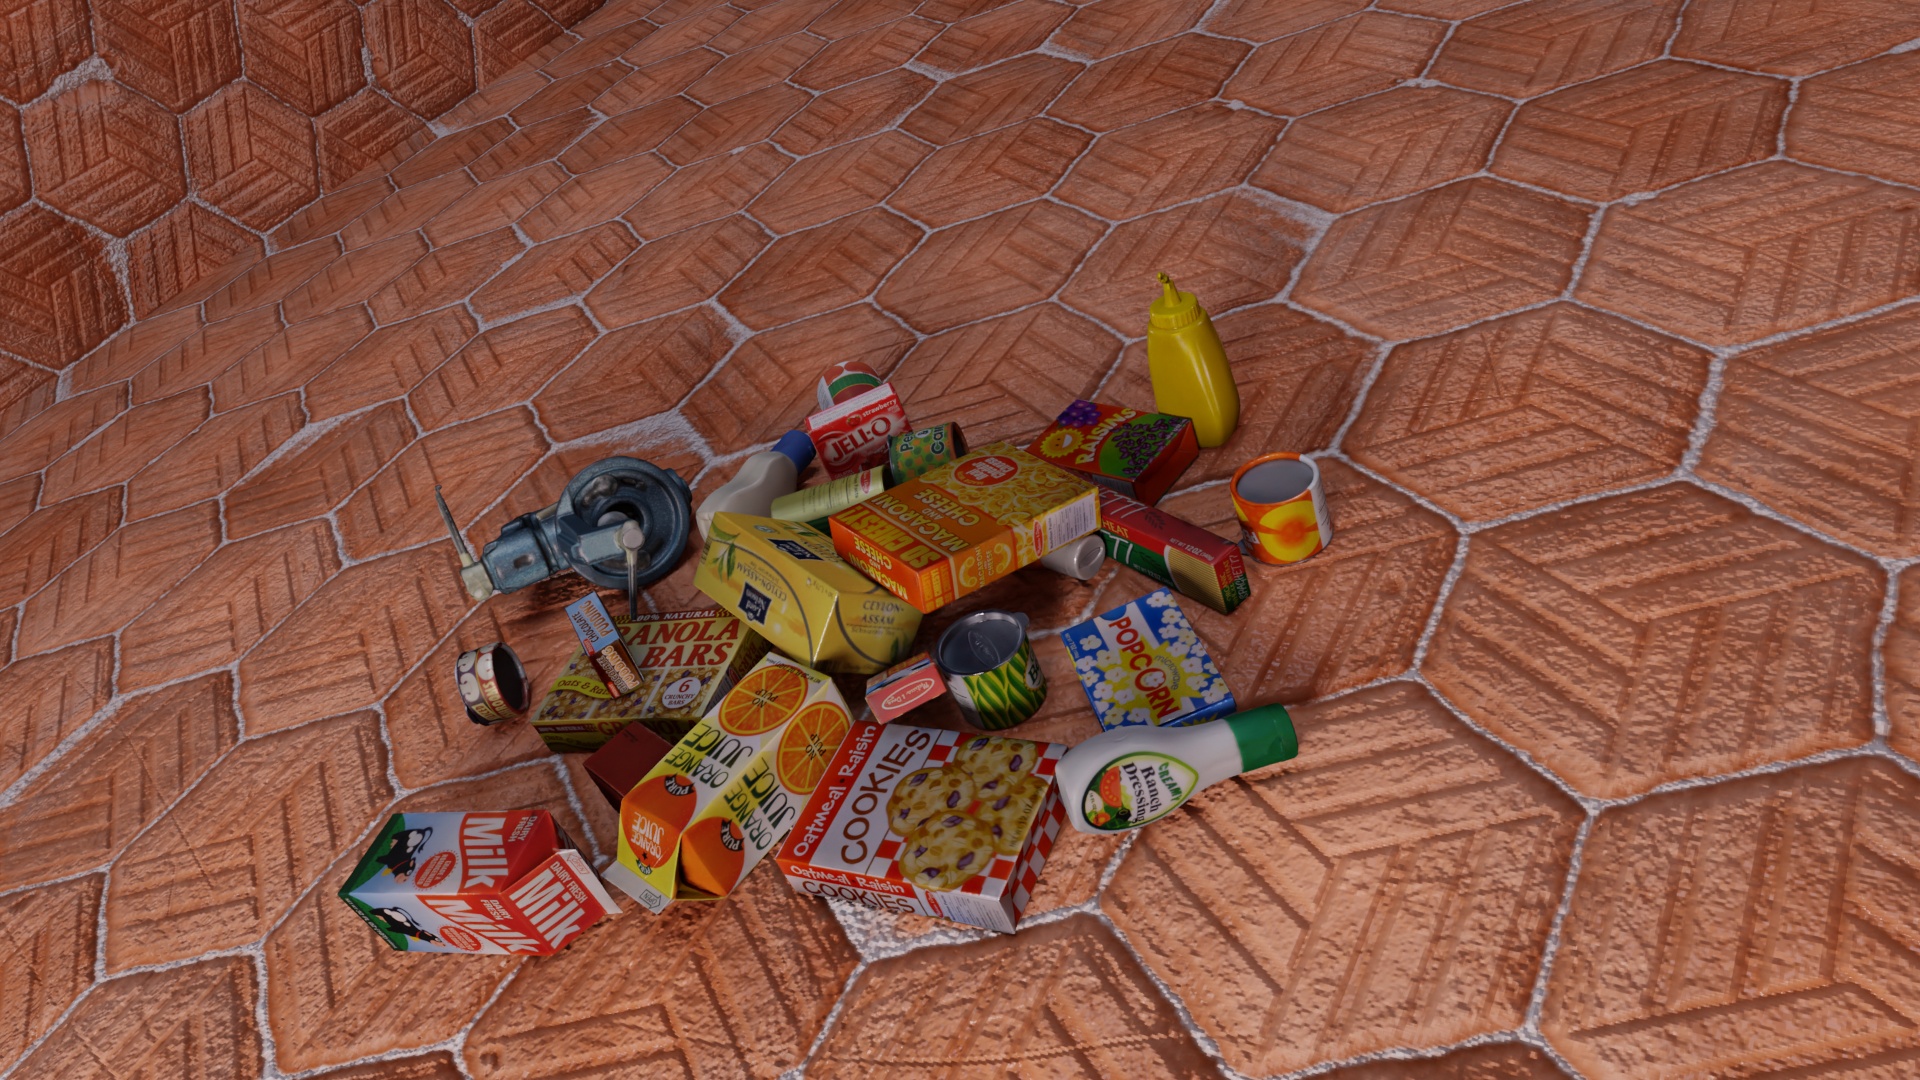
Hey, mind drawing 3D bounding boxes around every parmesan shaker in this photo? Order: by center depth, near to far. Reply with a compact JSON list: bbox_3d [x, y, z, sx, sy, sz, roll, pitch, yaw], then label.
[{"bbox_3d":[-0.103,-0.021,1.196,0.103,0.071,0.072,-16,36,10],"label":"parmesan shaker"}]

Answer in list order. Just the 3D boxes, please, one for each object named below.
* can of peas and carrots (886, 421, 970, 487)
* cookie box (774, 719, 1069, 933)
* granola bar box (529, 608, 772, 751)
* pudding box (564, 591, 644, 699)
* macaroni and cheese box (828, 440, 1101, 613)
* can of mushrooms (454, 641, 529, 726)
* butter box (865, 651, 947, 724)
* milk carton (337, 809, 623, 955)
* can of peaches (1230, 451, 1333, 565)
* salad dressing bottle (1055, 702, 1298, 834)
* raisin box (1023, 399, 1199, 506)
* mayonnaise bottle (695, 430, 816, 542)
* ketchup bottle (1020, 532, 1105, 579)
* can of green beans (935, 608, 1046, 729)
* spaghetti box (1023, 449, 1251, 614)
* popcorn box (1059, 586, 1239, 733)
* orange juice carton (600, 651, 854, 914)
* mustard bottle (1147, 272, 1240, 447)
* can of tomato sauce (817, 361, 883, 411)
[{"bbox_3d":[-0.025,-0.068,1.210,0.058,0.070,0.071,-13,36,12],"label":"can of peas and carrots"},{"bbox_3d":[-0.021,0.183,0.910,0.167,0.040,0.123,2,42,29],"label":"cookie box"},{"bbox_3d":[-0.246,0.112,1.124,0.165,0.039,0.125,-5,39,24],"label":"granola bar box"},{"bbox_3d":[-0.283,0.082,1.104,0.030,0.049,0.084,-30,36,-12],"label":"pudding box"},{"bbox_3d":[0.004,-0.013,1.052,0.167,0.040,0.124,-26,34,-28],"label":"macaroni and cheese box"},{"bbox_3d":[-0.393,0.122,1.169,0.033,0.070,0.071,-18,36,4],"label":"can of mushrooms"},{"bbox_3d":[-0.040,0.104,0.992,0.053,0.024,0.103,-26,2,-3],"label":"butter box"},{"bbox_3d":[-0.329,0.239,0.973,0.190,0.072,0.074,-6,39,24],"label":"milk carton"},{"bbox_3d":[0.234,-0.024,1.023,0.071,0.057,0.071,-14,36,11],"label":"can of peaches"},{"bbox_3d":[0.135,0.139,0.867,0.148,0.064,0.044,-17,22,-4],"label":"salad dressing bottle"},{"bbox_3d":[0.123,-0.072,1.162,0.123,0.040,0.086,16,51,42],"label":"raisin box"},{"bbox_3d":[-0.184,-0.046,1.280,0.041,0.064,0.149,4,39,29],"label":"mayonnaise bottle"},{"bbox_3d":[0.048,-0.003,1.111,0.149,0.043,0.065,18,46,42],"label":"ketchup bottle"},{"bbox_3d":[0.023,0.092,0.988,0.071,0.057,0.071,-15,36,11],"label":"can of green beans"},{"bbox_3d":[0.121,-0.011,1.076,0.029,0.050,0.250,-37,37,-21],"label":"spaghetti box"},{"bbox_3d":[0.128,0.096,0.943,0.085,0.038,0.127,-24,36,1],"label":"popcorn box"},{"bbox_3d":[-0.162,0.175,0.968,0.072,0.072,0.193,16,51,41],"label":"orange juice carton"},{"bbox_3d":[0.184,-0.150,1.128,0.065,0.159,0.049,10,46,36],"label":"mustard bottle"},{"bbox_3d":[-0.096,-0.126,1.330,0.071,0.071,0.083,-24,35,-2],"label":"can of tomato sauce"}]
